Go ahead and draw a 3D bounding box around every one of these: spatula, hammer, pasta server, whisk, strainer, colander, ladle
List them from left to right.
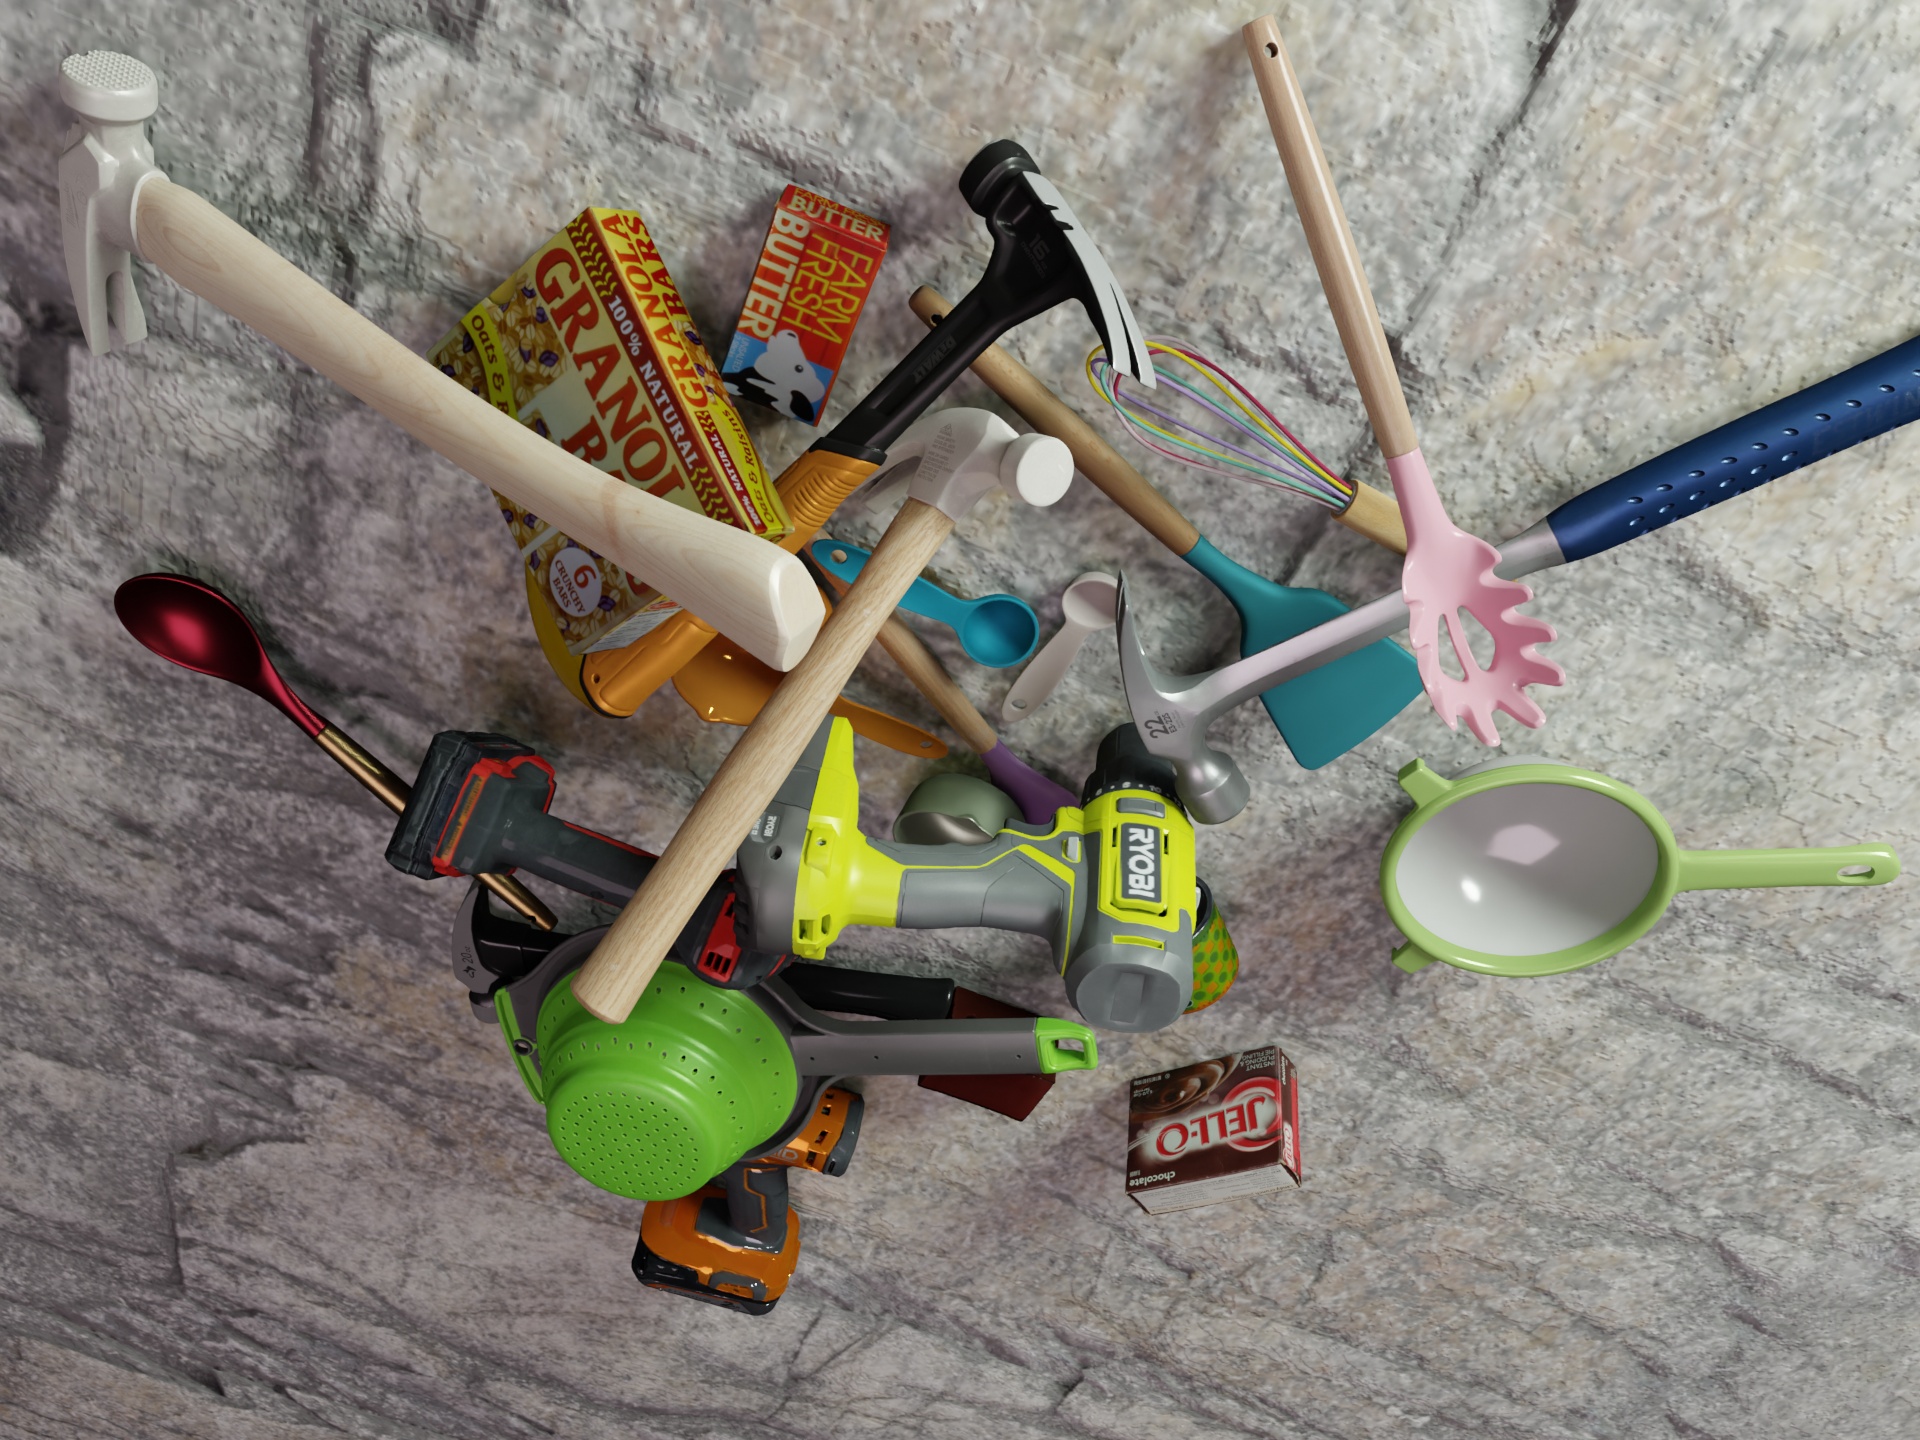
[{"bbox_3d":[-0.359,0.023,0.944,0.069,0.031,0.315,-32,113,31],"label":"ladle"},{"bbox_3d":[-0.239,-0.135,0.706,0.411,0.038,0.146,33,132,10],"label":"hammer"},{"bbox_3d":[-0.171,0.163,1.048,0.335,0.035,0.146,7,132,4],"label":"hammer"},{"bbox_3d":[-0.115,0.230,0.989,0.397,0.095,0.204,-3,121,13],"label":"colander"},{"bbox_3d":[-0.079,-0.006,0.745,0.031,0.130,0.331,36,86,-37],"label":"hammer"},{"bbox_3d":[-0.063,-0.101,0.728,0.337,0.127,0.034,-40,156,27],"label":"hammer"},{"bbox_3d":[-0.001,-0.003,0.888,0.060,0.018,0.315,-18,126,33],"label":"spatula"},{"bbox_3d":[0.095,-0.098,0.773,0.317,0.044,0.082,38,118,-20],"label":"spatula"},{"bbox_3d":[0.166,-0.115,0.749,0.244,0.051,0.047,25,124,-16],"label":"whisk"},{"bbox_3d":[0.179,-0.137,0.666,0.060,0.040,0.316,-23,105,1],"label":"pasta server"},{"bbox_3d":[0.260,-0.082,0.727,0.405,0.035,0.144,-25,122,18],"label":"hammer"},{"bbox_3d":[0.354,0.063,0.852,0.256,0.069,0.151,-2,128,11],"label":"strainer"}]

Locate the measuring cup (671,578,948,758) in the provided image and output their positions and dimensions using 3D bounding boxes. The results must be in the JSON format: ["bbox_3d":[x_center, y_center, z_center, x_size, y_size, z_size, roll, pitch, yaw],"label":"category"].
[{"bbox_3d":[-0.076,-0.029,0.862,0.173,0.052,0.095,25,130,-33],"label":"measuring cup"}]

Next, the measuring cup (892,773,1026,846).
[{"bbox_3d":[0.044,0.081,0.921,0.167,0.038,0.083,23,145,0],"label":"measuring cup"}]

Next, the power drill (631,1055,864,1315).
[{"bbox_3d":[-0.175,0.333,1.169,0.164,0.084,0.226,18,127,-5],"label":"power drill"}]

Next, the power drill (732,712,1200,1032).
[{"bbox_3d":[0.009,0.060,0.821,0.228,0.191,0.080,8,130,0],"label":"power drill"}]

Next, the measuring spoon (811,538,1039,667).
[{"bbox_3d":[-0.018,-0.068,0.830,0.128,0.021,0.042,24,119,-13],"label":"measuring spoon"}]

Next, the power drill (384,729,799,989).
[{"bbox_3d":[-0.192,0.085,0.921,0.226,0.188,0.080,22,89,2],"label":"power drill"}]

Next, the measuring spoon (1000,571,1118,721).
[{"bbox_3d":[0.052,-0.039,0.854,0.034,0.018,0.124,23,137,-12],"label":"measuring spoon"}]
